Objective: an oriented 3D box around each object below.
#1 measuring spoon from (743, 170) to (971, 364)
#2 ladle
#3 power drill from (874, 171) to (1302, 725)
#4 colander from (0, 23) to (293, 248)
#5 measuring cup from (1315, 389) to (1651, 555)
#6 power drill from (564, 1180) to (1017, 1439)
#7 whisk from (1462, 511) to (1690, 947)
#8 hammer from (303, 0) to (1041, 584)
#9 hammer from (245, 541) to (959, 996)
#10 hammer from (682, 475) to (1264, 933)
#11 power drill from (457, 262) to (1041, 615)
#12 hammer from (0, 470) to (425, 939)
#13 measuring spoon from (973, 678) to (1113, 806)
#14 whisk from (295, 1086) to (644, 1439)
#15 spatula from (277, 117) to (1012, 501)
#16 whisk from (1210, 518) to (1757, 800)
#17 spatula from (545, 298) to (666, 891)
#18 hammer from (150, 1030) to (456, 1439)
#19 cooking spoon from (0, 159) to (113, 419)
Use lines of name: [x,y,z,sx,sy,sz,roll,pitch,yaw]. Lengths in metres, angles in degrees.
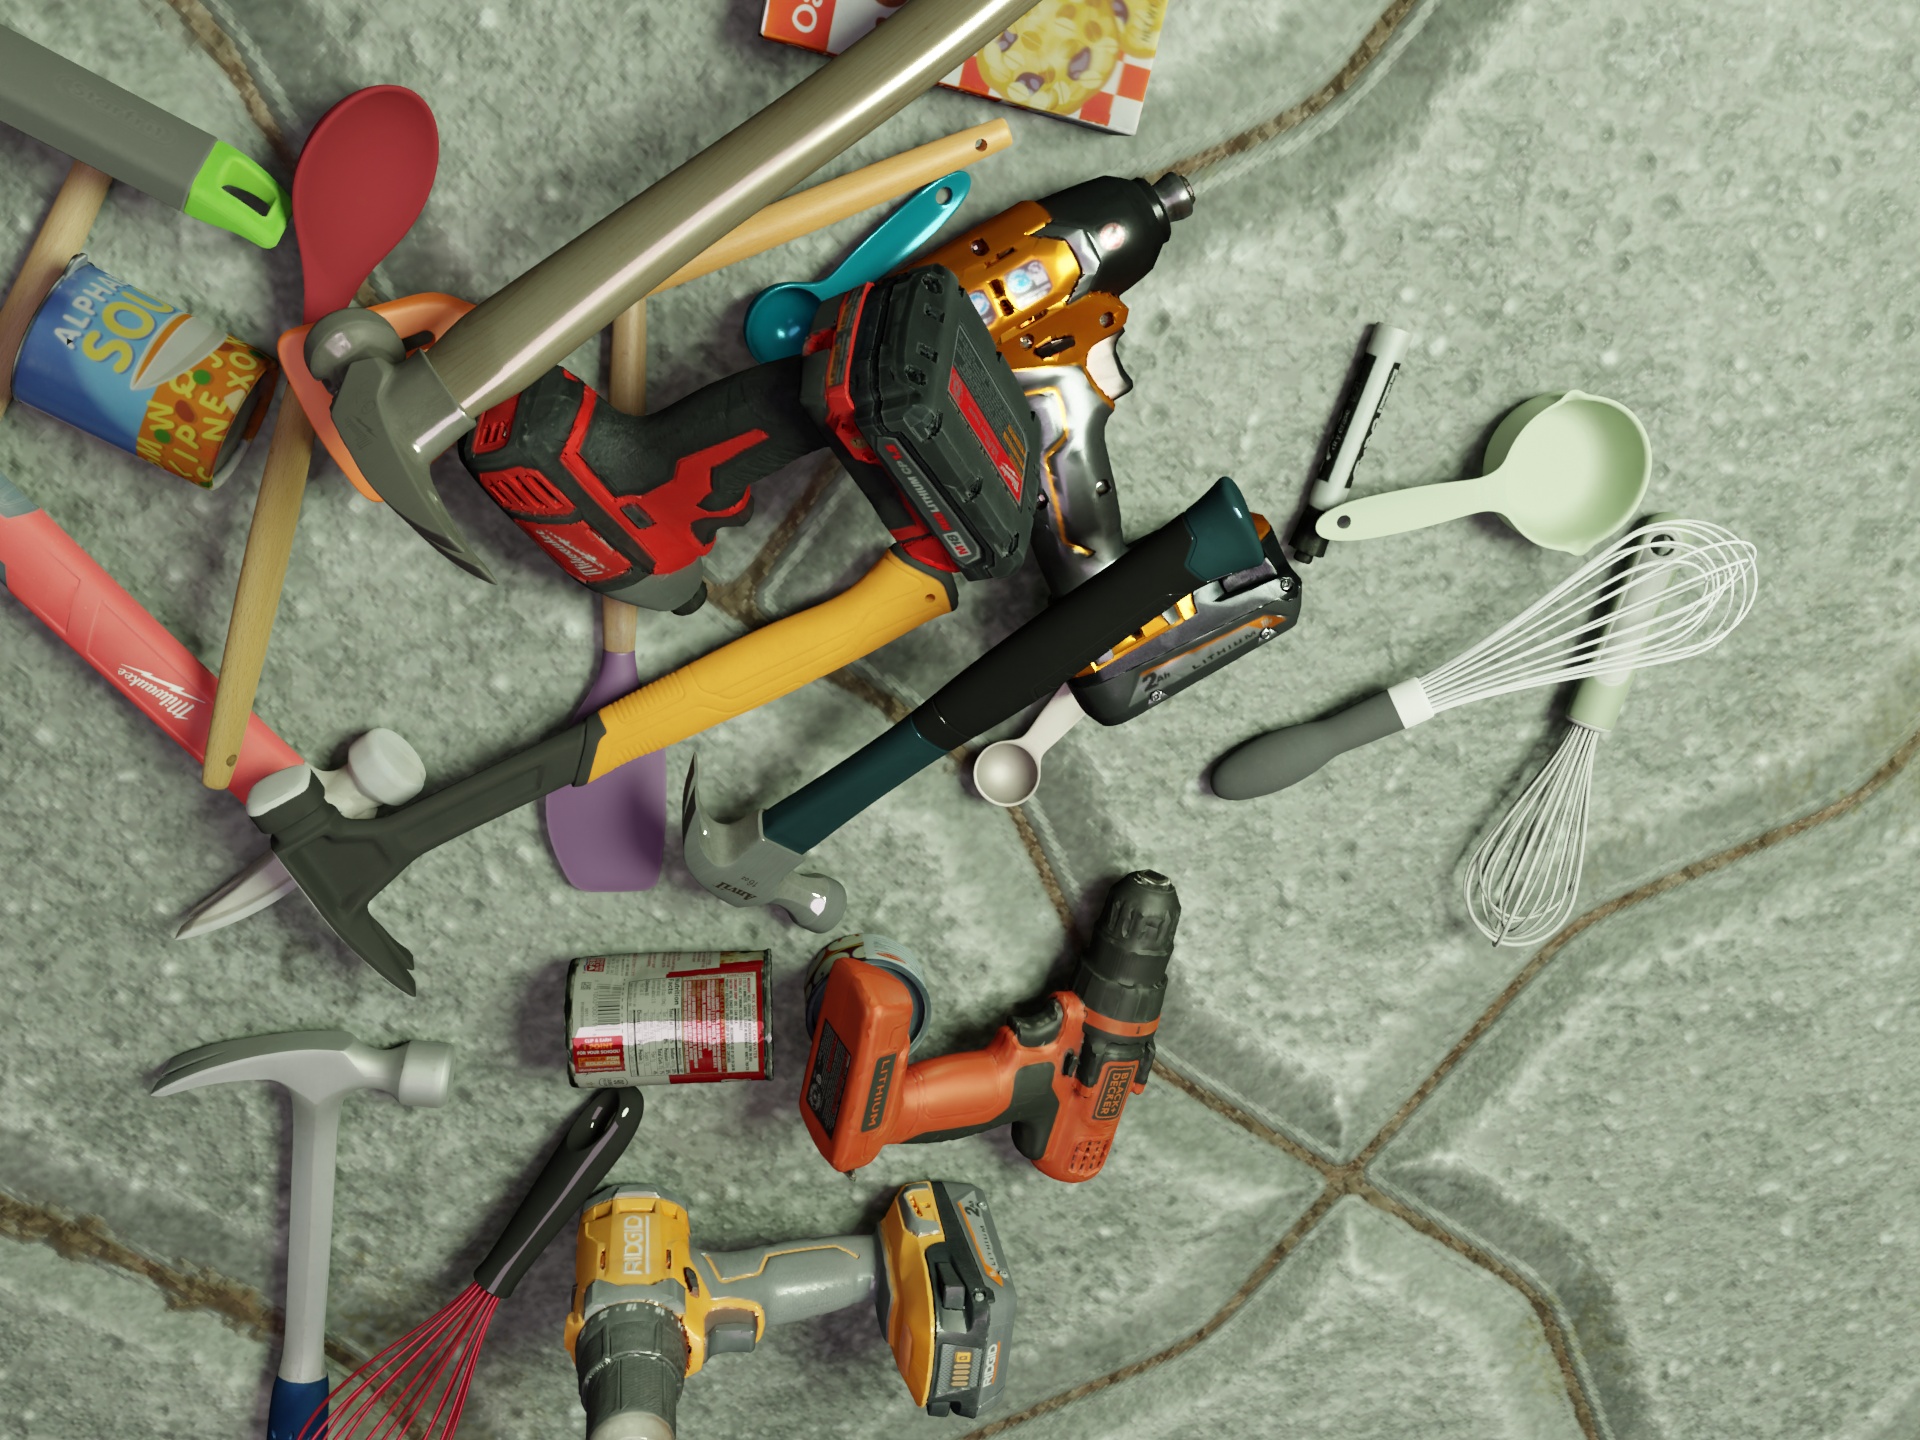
measuring spoon: [-0.048,-0.210,0.726,0.128,0.021,0.042,-40,135,-1]
ladle: [-0.288,-0.118,0.690,0.031,0.069,0.315,22,100,23]
power drill: [0.070,-0.130,0.735,0.164,0.084,0.226,-30,107,2]
colander: [-0.462,-0.267,0.600,0.396,0.205,0.094,25,138,-25]
measuring cup: [0.253,-0.116,0.787,0.167,0.038,0.083,-12,111,-1]
power drill: [-0.089,0.313,0.823,0.226,0.185,0.084,3,108,-12]
whisk: [0.327,0.009,0.837,0.058,0.059,0.246,21,104,15]
hammer: [-0.064,-0.219,0.616,0.410,0.146,0.038,-37,148,-2]
hammer: [-0.153,0.010,0.761,0.337,0.034,0.127,-27,124,-5]
hammer: [-0.001,-0.002,0.718,0.331,0.033,0.128,-35,136,28]
power drill: [-0.085,-0.101,0.666,0.220,0.079,0.143,-7,146,24]
hammer: [-0.424,-0.067,0.701,0.143,0.038,0.386,-35,115,6]
measuring spoon: [0.054,-0.007,0.815,0.034,0.018,0.124,42,94,-6]
whisk: [-0.261,0.317,0.848,0.073,0.073,0.296,37,87,-18]
spatula: [-0.127,-0.192,0.687,0.322,0.041,0.081,-22,120,0]
whisk: [0.257,-0.022,0.799,0.284,0.070,0.070,-25,112,15]
spatula: [-0.165,-0.059,0.763,0.059,0.018,0.315,2,111,-14]
hammer: [-0.368,0.350,0.877,0.144,0.035,0.405,7,109,-10]
cooking spoon: [-0.441,-0.124,0.704,0.068,0.017,0.319,29,104,-19]
